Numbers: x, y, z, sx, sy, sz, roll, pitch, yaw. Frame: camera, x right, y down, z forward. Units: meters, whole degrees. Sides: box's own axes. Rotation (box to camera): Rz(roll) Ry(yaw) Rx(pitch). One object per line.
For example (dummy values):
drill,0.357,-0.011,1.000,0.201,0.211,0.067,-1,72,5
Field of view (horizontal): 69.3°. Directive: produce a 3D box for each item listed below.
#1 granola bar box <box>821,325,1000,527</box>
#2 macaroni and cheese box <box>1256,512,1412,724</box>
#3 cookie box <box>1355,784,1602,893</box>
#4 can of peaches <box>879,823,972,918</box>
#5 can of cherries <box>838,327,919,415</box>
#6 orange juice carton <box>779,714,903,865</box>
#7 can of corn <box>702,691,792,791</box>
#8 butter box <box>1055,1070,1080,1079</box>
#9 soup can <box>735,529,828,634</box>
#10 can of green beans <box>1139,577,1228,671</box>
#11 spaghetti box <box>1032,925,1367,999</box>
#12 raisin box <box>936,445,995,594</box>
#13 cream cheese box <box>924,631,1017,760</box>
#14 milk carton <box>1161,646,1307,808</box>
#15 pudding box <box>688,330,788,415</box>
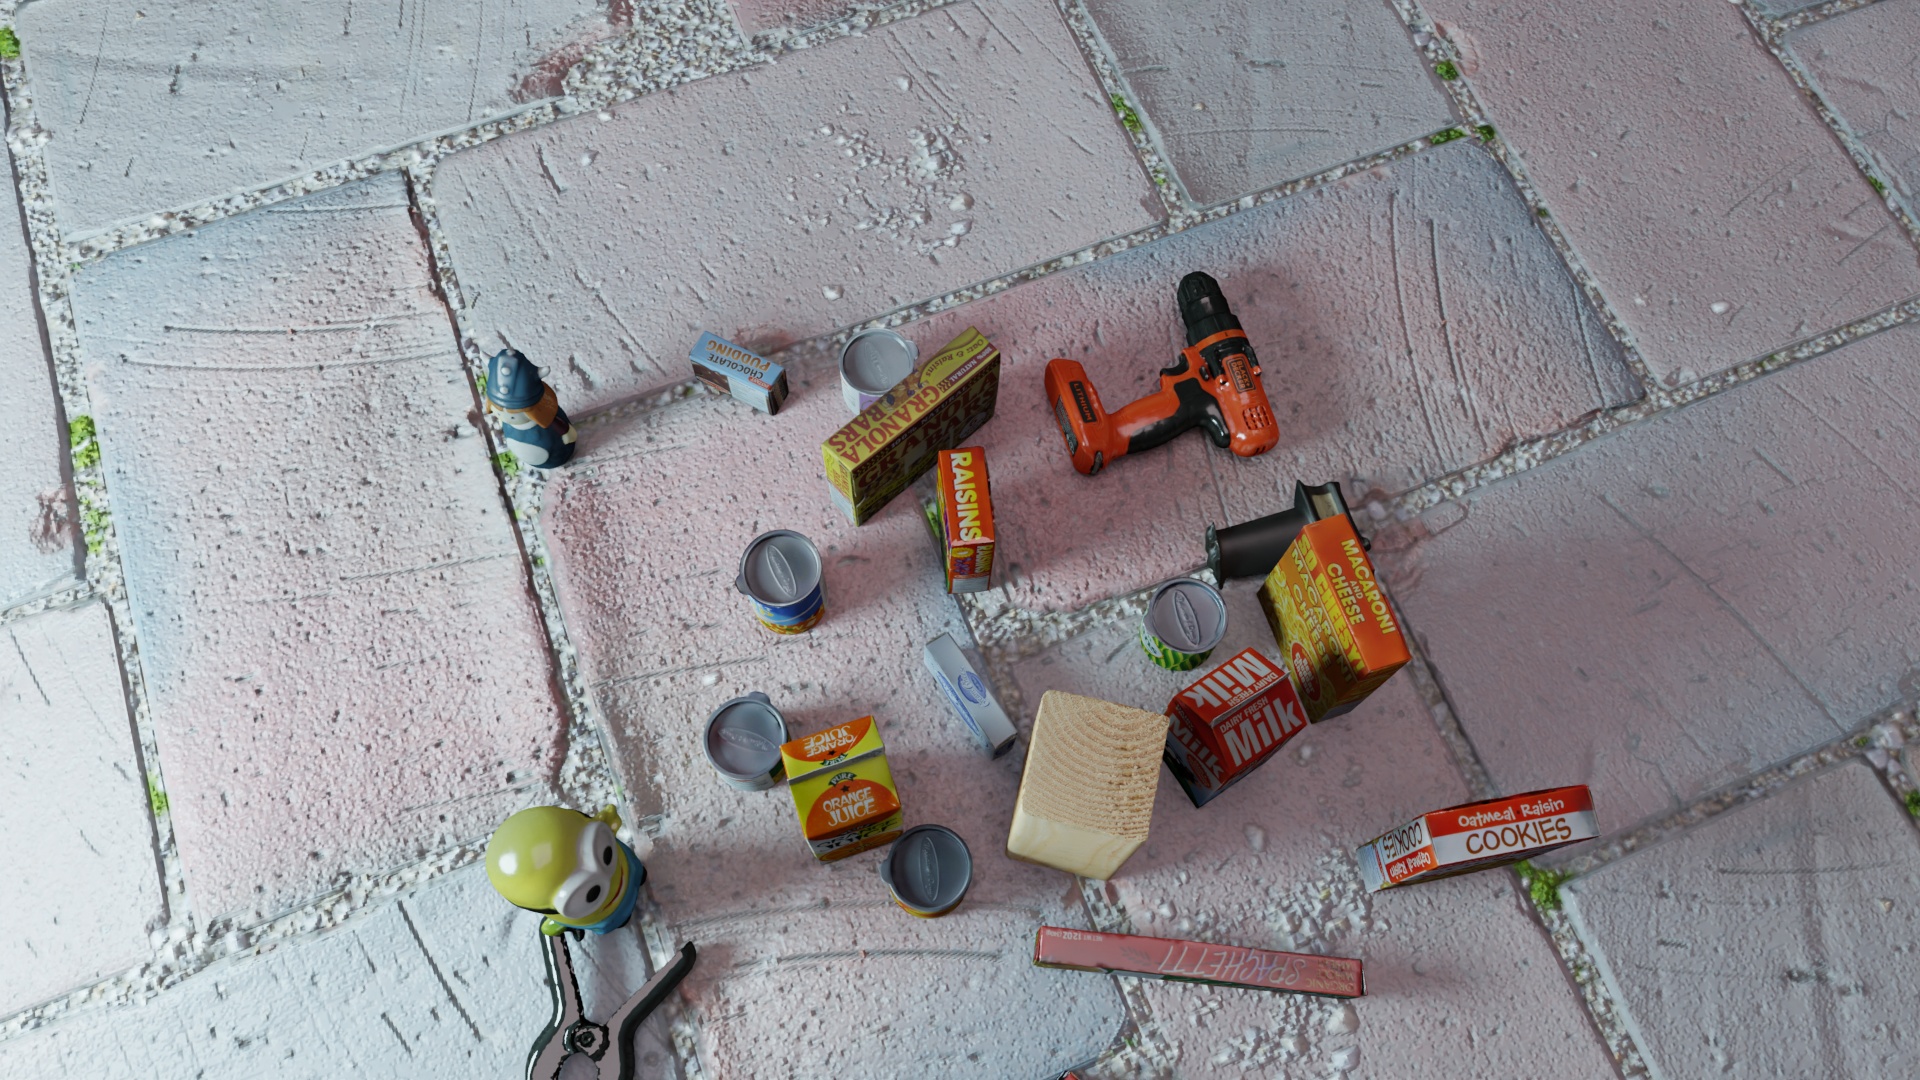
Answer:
granola bar box,-0.040,-0.095,1.182,0.166,0.123,0.039,-40,75,-15
macaroni and cheese box,0.294,0.065,1.107,0.040,0.166,0.124,-17,71,-8
cookie box,0.384,0.226,1.047,0.123,0.167,0.040,-10,70,-5
can of peaches,-0.027,0.258,1.081,0.071,0.058,0.071,1,69,-1
can of cherries,-0.071,-0.147,1.237,0.071,0.058,0.072,1,69,-1
orange juice carton,-0.087,0.185,1.036,0.072,0.192,0.073,-17,71,-8
can of corn,-0.168,0.162,1.114,0.071,0.058,0.071,1,69,-1
butter box,0.053,0.436,1.017,0.024,0.053,0.104,41,73,13
soup can,-0.147,0.037,1.150,0.071,0.083,0.071,1,69,-1
can of green beans,0.185,0.071,1.160,0.071,0.057,0.071,1,69,-1
spaghetti box,0.181,0.325,1.066,0.250,0.050,0.029,6,69,1
raisin box,0.004,-0.014,1.153,0.040,0.123,0.086,-5,69,-3
cream cheese box,0.008,0.128,1.135,0.024,0.053,0.104,-32,73,-12
milk carton,0.204,0.142,1.062,0.072,0.190,0.073,-31,73,-12
pudding box,-0.197,-0.149,1.238,0.084,0.049,0.030,26,71,8
